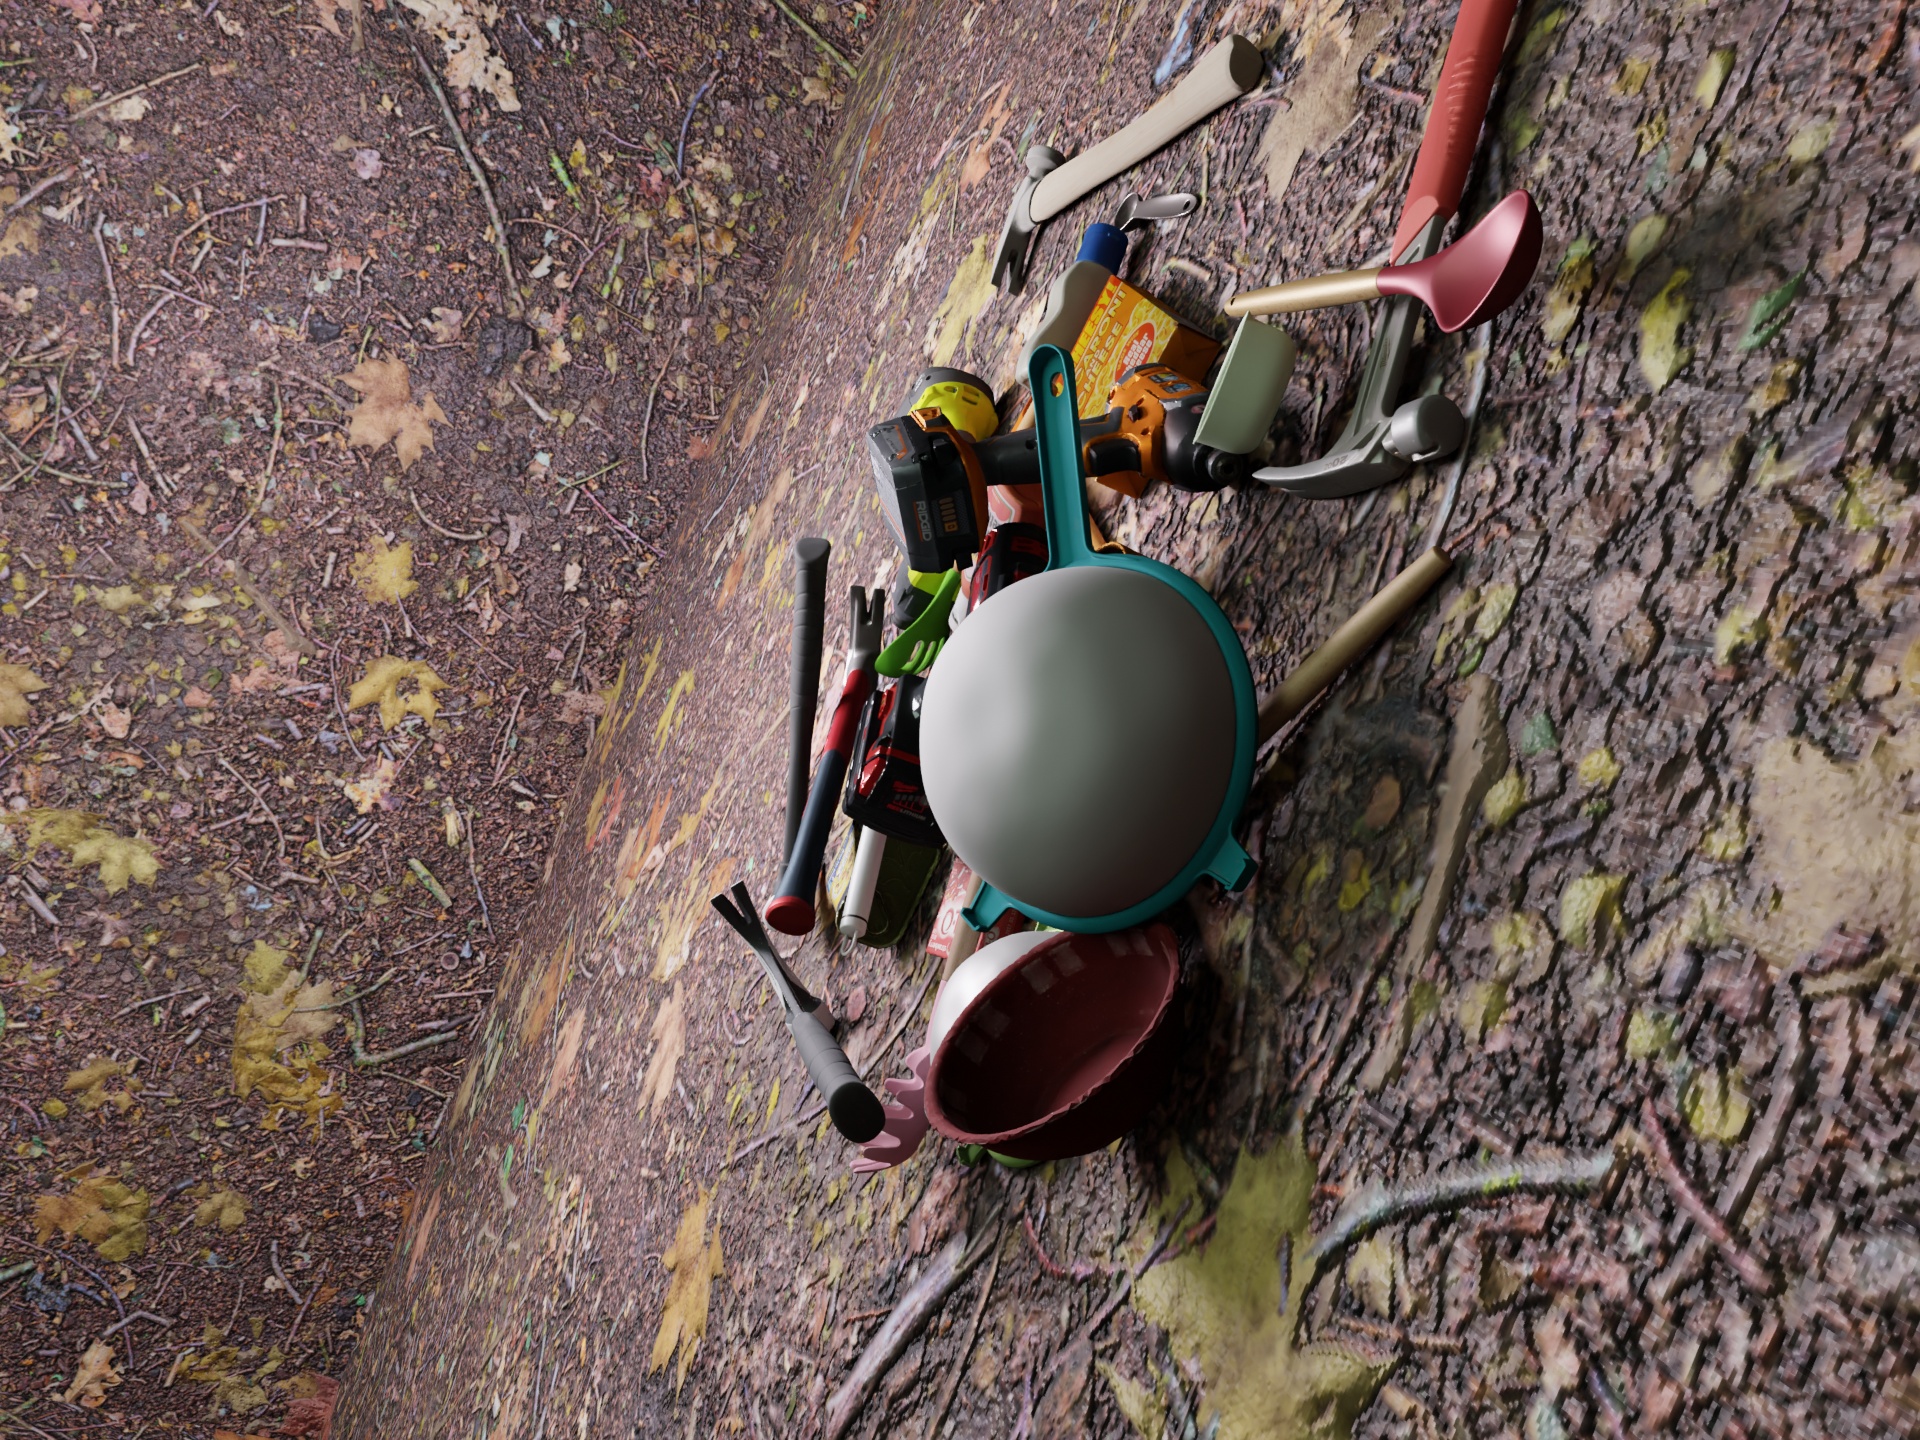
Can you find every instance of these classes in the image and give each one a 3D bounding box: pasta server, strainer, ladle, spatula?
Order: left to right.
[{"bbox_3d":[-0.060,0.061,1.200,0.087,0.050,0.259,-19,46,37],"label":"strainer"},{"bbox_3d":[-0.004,0.142,1.031,0.060,0.040,0.316,156,133,-79],"label":"pasta server"},{"bbox_3d":[0.031,0.140,0.981,0.151,0.069,0.257,-38,38,54],"label":"strainer"},{"bbox_3d":[0.041,-0.056,0.865,0.211,0.095,0.340,-16,73,40],"label":"strainer"},{"bbox_3d":[0.078,-0.198,1.261,0.081,0.041,0.323,-60,26,24],"label":"spatula"},{"bbox_3d":[0.139,0.008,0.862,0.062,0.078,0.320,54,127,16],"label":"ladle"},{"bbox_3d":[0.213,-0.231,0.847,0.069,0.031,0.315,-66,19,3],"label":"ladle"}]

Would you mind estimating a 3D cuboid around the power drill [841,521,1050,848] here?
[{"bbox_3d":[-0.002,-0.003,1.073,0.226,0.080,0.188,126,160,-45],"label":"power drill"}]

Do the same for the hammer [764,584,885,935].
[{"bbox_3d":[-0.105,0.032,1.300,0.387,0.038,0.143,-80,-3,-59],"label":"hammer"}]

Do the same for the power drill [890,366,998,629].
[{"bbox_3d":[-0.020,-0.200,1.435,0.171,0.080,0.223,-53,29,37],"label":"power drill"}]

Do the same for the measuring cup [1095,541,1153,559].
[{"bbox_3d":[0.101,-0.031,0.998,0.095,0.052,0.174,-45,33,48],"label":"measuring cup"}]

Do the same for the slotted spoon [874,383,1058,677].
[{"bbox_3d":[0.007,-0.144,1.304,0.031,0.070,0.313,50,130,26],"label":"slotted spoon"}]

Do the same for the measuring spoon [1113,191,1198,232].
[{"bbox_3d":[0.160,-0.406,1.272,0.124,0.018,0.034,30,98,63],"label":"measuring spoon"}]

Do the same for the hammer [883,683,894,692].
[{"bbox_3d":[0.002,-0.011,1.254,0.331,0.033,0.128,-32,41,58],"label":"hammer"}]

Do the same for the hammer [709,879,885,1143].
[{"bbox_3d":[-0.110,0.209,1.117,0.036,0.149,0.409,-33,11,-10],"label":"hammer"}]

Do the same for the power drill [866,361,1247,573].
[{"bbox_3d":[0.065,-0.163,1.009,0.164,0.226,0.084,-118,15,-63],"label":"power drill"}]

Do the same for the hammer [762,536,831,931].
[{"bbox_3d":[-0.138,0.007,1.397,0.146,0.035,0.334,-73,-13,-82],"label":"hammer"}]

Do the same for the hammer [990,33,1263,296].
[{"bbox_3d":[0.133,-0.482,1.375,0.411,0.038,0.146,3,75,68],"label":"hammer"}]

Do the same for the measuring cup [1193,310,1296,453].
[{"bbox_3d":[0.176,-0.209,0.955,0.168,0.038,0.083,-61,-8,-62],"label":"measuring cup"}]

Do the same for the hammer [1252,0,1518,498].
[{"bbox_3d":[0.259,-0.297,0.880,0.149,0.036,0.359,-4,67,68],"label":"hammer"}]
